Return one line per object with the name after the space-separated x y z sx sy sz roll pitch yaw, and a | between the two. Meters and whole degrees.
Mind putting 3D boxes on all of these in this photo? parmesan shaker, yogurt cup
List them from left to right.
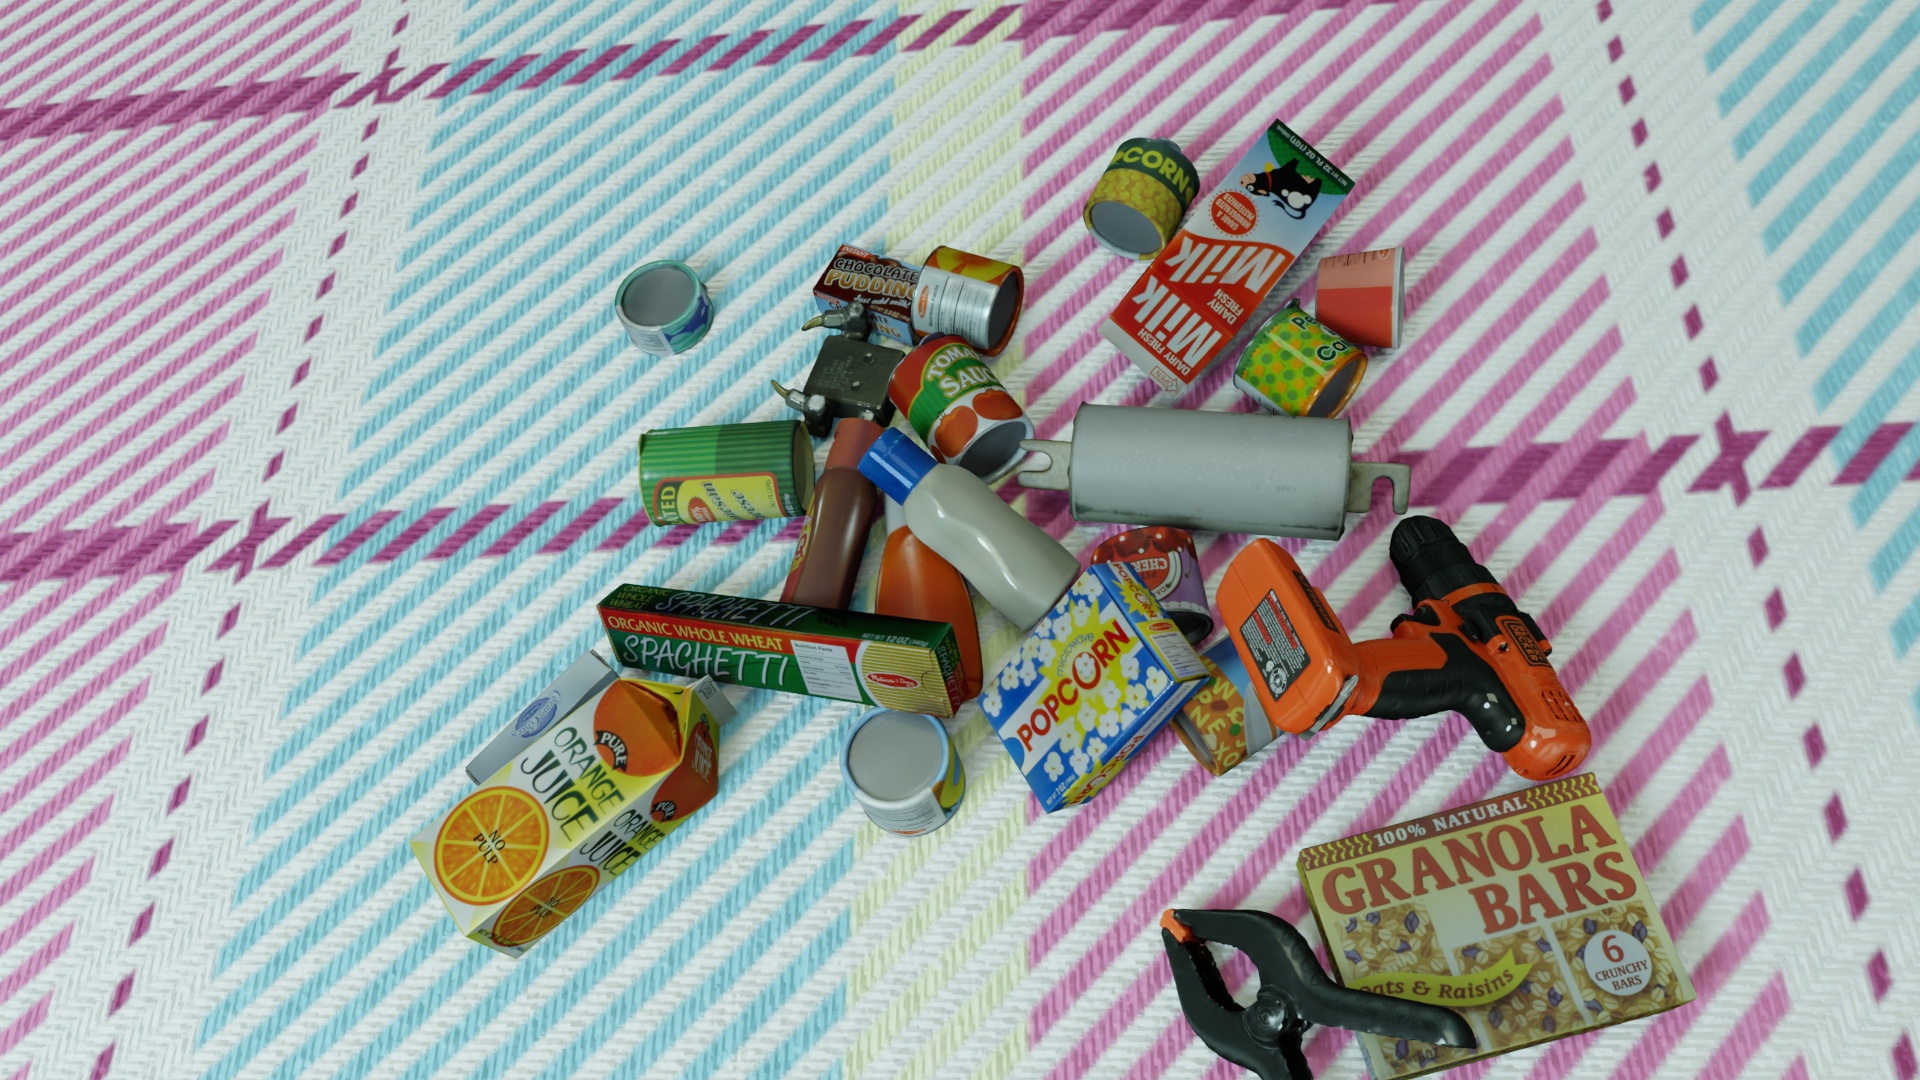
-0.155 -0.046 0.925 0.103 0.071 0.071 -4 62 7 | parmesan shaker
0.266 -0.161 0.924 0.054 0.072 0.073 3 63 20 | yogurt cup

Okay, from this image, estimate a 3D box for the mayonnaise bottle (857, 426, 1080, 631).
0.003 -0.011 0.864 0.148 0.041 0.065 40 39 3 | mayonnaise bottle

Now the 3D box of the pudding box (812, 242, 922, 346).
-0.058 -0.178 1.003 0.084 0.030 0.050 22 67 19 | pudding box

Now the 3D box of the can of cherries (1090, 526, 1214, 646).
0.114 0.031 0.841 0.071 0.071 0.058 -10 61 4 | can of cherries

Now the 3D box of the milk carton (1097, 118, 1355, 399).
0.173 -0.184 0.933 0.072 0.073 0.191 41 73 0 | milk carton

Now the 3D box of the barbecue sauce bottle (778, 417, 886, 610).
-0.080 -0.007 0.893 0.044 0.064 0.149 18 67 -8 | barbecue sauce bottle

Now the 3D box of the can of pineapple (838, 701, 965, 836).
-0.034 0.133 0.818 0.071 0.057 0.071 -4 62 7 | can of pineapple

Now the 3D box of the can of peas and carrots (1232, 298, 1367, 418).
0.222 -0.112 0.900 0.071 0.070 0.059 -42 65 -13 | can of peas and carrots

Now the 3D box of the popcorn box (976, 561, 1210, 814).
0.074 0.084 0.796 0.126 0.038 0.085 -53 57 32 | popcorn box

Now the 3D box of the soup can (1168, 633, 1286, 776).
0.166 0.089 0.804 0.084 0.071 0.071 -32 62 -8 | soup can

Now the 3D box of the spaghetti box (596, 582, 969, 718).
-0.112 0.063 0.835 0.250 0.050 0.029 5 35 29 | spaghetti box

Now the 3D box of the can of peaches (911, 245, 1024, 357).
0.007 -0.167 0.968 0.058 0.071 0.071 19 67 18 | can of peaches

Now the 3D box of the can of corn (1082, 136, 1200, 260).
0.128 -0.242 0.984 0.071 0.071 0.058 22 69 19 | can of corn

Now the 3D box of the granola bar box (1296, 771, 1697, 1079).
0.279 0.206 0.740 0.165 0.039 0.124 -15 62 1 | granola bar box

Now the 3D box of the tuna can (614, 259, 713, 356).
-0.217 -0.174 1.025 0.071 0.032 0.071 -4 62 7 | tuna can

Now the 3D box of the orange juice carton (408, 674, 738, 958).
-0.218 0.153 0.829 0.193 0.071 0.073 -39 64 -11 | orange juice carton

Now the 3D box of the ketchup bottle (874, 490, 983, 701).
-0.025 0.030 0.879 0.065 0.043 0.149 -5 61 -4 | ketchup bottle

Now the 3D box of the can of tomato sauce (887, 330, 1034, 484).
0.001 -0.087 0.923 0.071 0.071 0.083 -32 63 -8 | can of tomato sauce

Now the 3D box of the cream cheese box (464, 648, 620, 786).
-0.252 0.119 0.863 0.024 0.053 0.104 38 74 22 | cream cheese box
